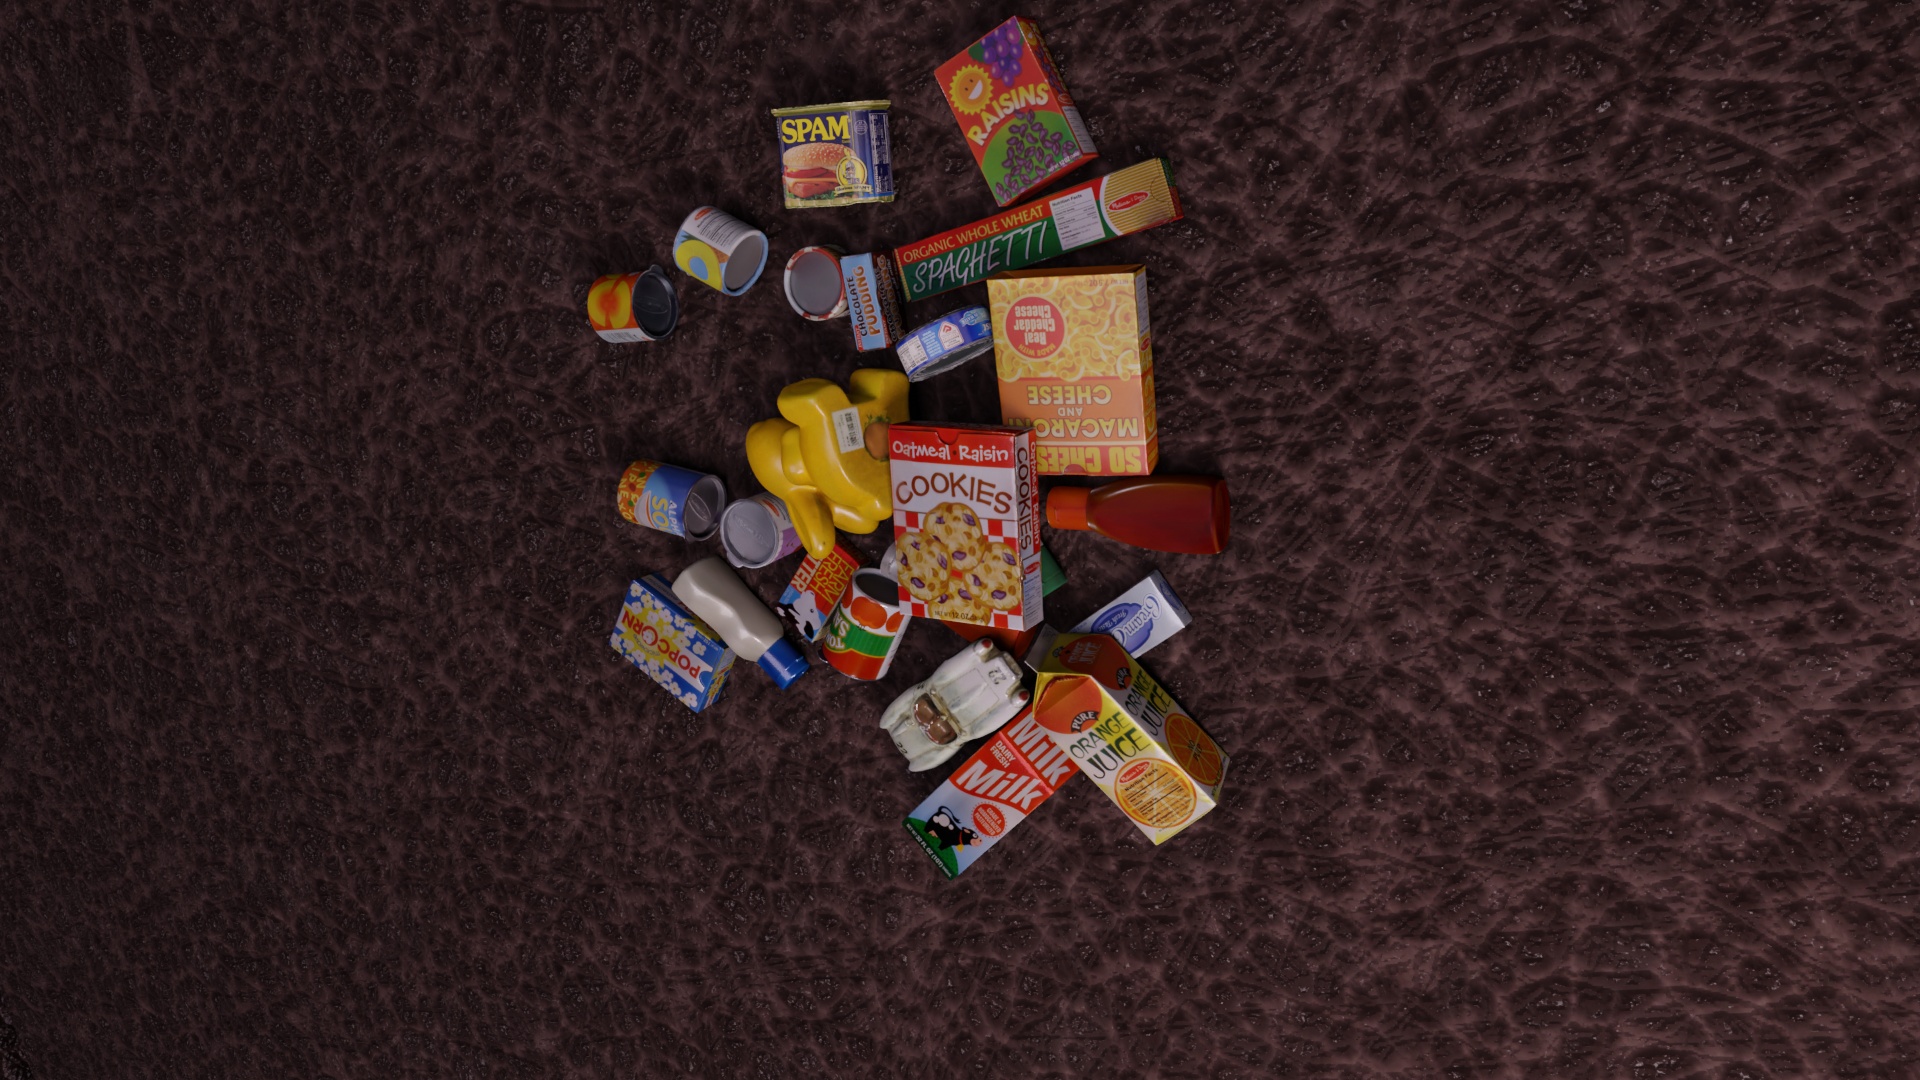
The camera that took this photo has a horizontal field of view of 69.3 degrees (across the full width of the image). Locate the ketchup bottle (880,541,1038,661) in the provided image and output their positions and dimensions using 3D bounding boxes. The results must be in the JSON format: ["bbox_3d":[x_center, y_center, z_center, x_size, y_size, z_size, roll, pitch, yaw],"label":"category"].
[{"bbox_3d":[-0.002,0.049,1.238,0.149,0.044,0.064,29,125,19],"label":"ketchup bottle"}]

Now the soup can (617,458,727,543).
[{"bbox_3d":[-0.282,-0.038,1.349,0.084,0.071,0.071,14,109,25],"label":"soup can"}]

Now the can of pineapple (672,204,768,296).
[{"bbox_3d":[-0.217,-0.261,1.260,0.058,0.071,0.070,31,116,18],"label":"can of pineapple"}]

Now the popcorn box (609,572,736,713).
[{"bbox_3d":[-0.290,0.102,1.410,0.127,0.038,0.085,34,115,17],"label":"popcorn box"}]

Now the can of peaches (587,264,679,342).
[{"bbox_3d":[-0.311,-0.224,1.320,0.058,0.071,0.071,0,103,29],"label":"can of peaches"}]

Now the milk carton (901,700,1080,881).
[{"bbox_3d":[0.040,0.215,1.242,0.072,0.074,0.189,48,119,9],"label":"milk carton"}]

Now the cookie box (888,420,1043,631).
[{"bbox_3d":[0.004,-0.015,1.164,0.123,0.040,0.167,6,107,30],"label":"cookie box"}]

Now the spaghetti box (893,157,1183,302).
[{"bbox_3d":[0.059,-0.251,1.136,0.249,0.029,0.050,-12,97,30],"label":"spaghetti box"}]

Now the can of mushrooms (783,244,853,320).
[{"bbox_3d":[-0.120,-0.230,1.235,0.071,0.033,0.071,7,106,27],"label":"can of mushrooms"}]

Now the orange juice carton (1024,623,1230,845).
[{"bbox_3d":[0.129,0.152,1.157,0.192,0.072,0.072,46,121,-3],"label":"orange juice carton"}]

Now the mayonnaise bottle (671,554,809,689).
[{"bbox_3d":[-0.210,0.080,1.349,0.148,0.065,0.041,45,118,7],"label":"mayonnaise bottle"}]

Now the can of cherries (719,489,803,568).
[{"bbox_3d":[-0.185,-0.011,1.312,0.071,0.058,0.071,8,107,25],"label":"can of cherries"}]

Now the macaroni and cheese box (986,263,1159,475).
[{"bbox_3d":[0.092,-0.136,1.126,0.123,0.040,0.165,1,111,23],"label":"macaroni and cheese box"}]

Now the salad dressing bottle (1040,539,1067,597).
[{"bbox_3d":[0.037,-0.017,1.200,0.064,0.044,0.147,-35,86,20],"label":"salad dressing bottle"}]

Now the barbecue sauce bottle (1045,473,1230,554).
[{"bbox_3d":[0.144,-0.024,1.142,0.148,0.044,0.064,3,112,28],"label":"barbecue sauce bottle"}]

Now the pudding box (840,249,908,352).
[{"bbox_3d":[-0.074,-0.209,1.206,0.030,0.050,0.083,-5,101,28],"label":"pudding box"}]

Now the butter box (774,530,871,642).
[{"bbox_3d":[-0.131,0.042,1.317,0.053,0.024,0.103,40,118,13],"label":"butter box"}]

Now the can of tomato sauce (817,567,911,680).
[{"bbox_3d":[-0.085,0.076,1.276,0.071,0.071,0.082,32,115,17],"label":"can of tomato sauce"}]

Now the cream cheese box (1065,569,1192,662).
[{"bbox_3d":[0.141,0.074,1.180,0.103,0.024,0.053,-38,85,30],"label":"cream cheese box"}]

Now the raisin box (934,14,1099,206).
[{"bbox_3d":[0.045,-0.343,1.114,0.086,0.040,0.123,-25,92,31],"label":"raisin box"}]
